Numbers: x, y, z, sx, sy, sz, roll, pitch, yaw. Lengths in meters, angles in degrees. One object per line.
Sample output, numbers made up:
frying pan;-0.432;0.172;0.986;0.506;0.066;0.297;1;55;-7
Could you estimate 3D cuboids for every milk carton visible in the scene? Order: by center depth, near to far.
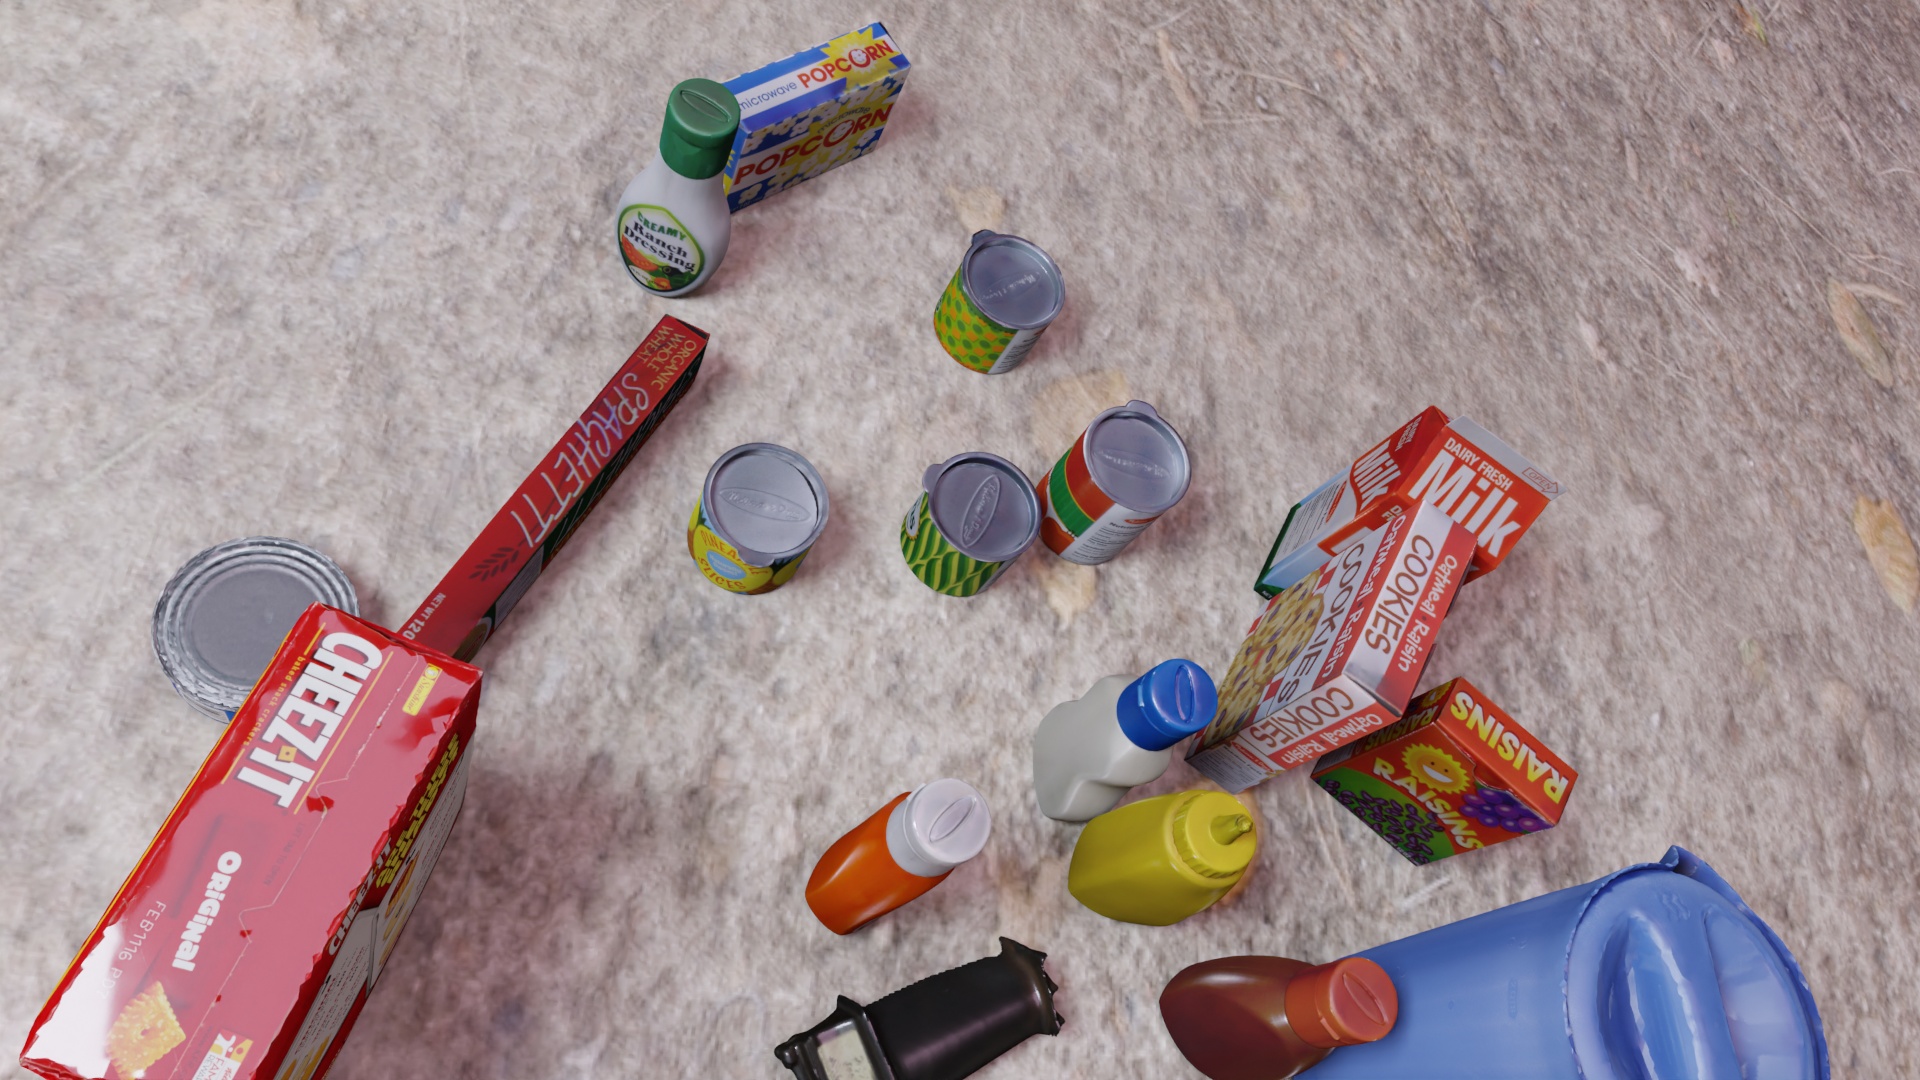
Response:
milk carton;0.257;-0.011;0.803;0.072;0.189;0.074;34;60;-4

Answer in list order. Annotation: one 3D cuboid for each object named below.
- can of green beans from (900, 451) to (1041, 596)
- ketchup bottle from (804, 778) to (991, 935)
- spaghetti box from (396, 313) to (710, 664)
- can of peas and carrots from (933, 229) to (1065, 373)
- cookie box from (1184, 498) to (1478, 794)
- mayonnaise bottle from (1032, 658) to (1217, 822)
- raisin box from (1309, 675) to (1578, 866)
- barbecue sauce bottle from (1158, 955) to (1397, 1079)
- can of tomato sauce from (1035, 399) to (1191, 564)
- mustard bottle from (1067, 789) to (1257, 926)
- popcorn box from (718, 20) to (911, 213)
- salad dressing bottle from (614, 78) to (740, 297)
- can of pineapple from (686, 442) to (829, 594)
can of green beans;0.005;-0.008;0.783;0.071;0.057;0.071;8;65;-17
ketchup bottle;-0.028;0.145;0.648;0.043;0.148;0.065;47;60;4
spaghetti box;-0.209;-0.018;0.711;0.028;0.050;0.251;33;60;-4
can of peas and carrots;0.021;-0.146;0.851;0.071;0.058;0.071;8;65;-17
cookie box;0.200;0.063;0.761;0.040;0.166;0.123;36;60;-3
mayonnaise bottle;0.081;0.100;0.710;0.041;0.147;0.065;8;65;-17
raisin box;0.268;0.133;0.781;0.086;0.123;0.040;41;60;0
barbecue sauce bottle;0.155;0.231;0.678;0.044;0.148;0.065;-36;83;-30
can of tomato sauce;0.086;-0.032;0.810;0.071;0.082;0.071;8;65;-17
mustard bottle;0.107;0.154;0.689;0.065;0.159;0.049;24;61;-9
popcorn box;-0.098;-0.254;0.840;0.127;0.085;0.038;-33;82;-29
salad dressing bottle;-0.151;-0.189;0.754;0.064;0.147;0.044;30;60;-6
can of pineapple;-0.110;-0.009;0.740;0.071;0.057;0.071;8;65;-17
